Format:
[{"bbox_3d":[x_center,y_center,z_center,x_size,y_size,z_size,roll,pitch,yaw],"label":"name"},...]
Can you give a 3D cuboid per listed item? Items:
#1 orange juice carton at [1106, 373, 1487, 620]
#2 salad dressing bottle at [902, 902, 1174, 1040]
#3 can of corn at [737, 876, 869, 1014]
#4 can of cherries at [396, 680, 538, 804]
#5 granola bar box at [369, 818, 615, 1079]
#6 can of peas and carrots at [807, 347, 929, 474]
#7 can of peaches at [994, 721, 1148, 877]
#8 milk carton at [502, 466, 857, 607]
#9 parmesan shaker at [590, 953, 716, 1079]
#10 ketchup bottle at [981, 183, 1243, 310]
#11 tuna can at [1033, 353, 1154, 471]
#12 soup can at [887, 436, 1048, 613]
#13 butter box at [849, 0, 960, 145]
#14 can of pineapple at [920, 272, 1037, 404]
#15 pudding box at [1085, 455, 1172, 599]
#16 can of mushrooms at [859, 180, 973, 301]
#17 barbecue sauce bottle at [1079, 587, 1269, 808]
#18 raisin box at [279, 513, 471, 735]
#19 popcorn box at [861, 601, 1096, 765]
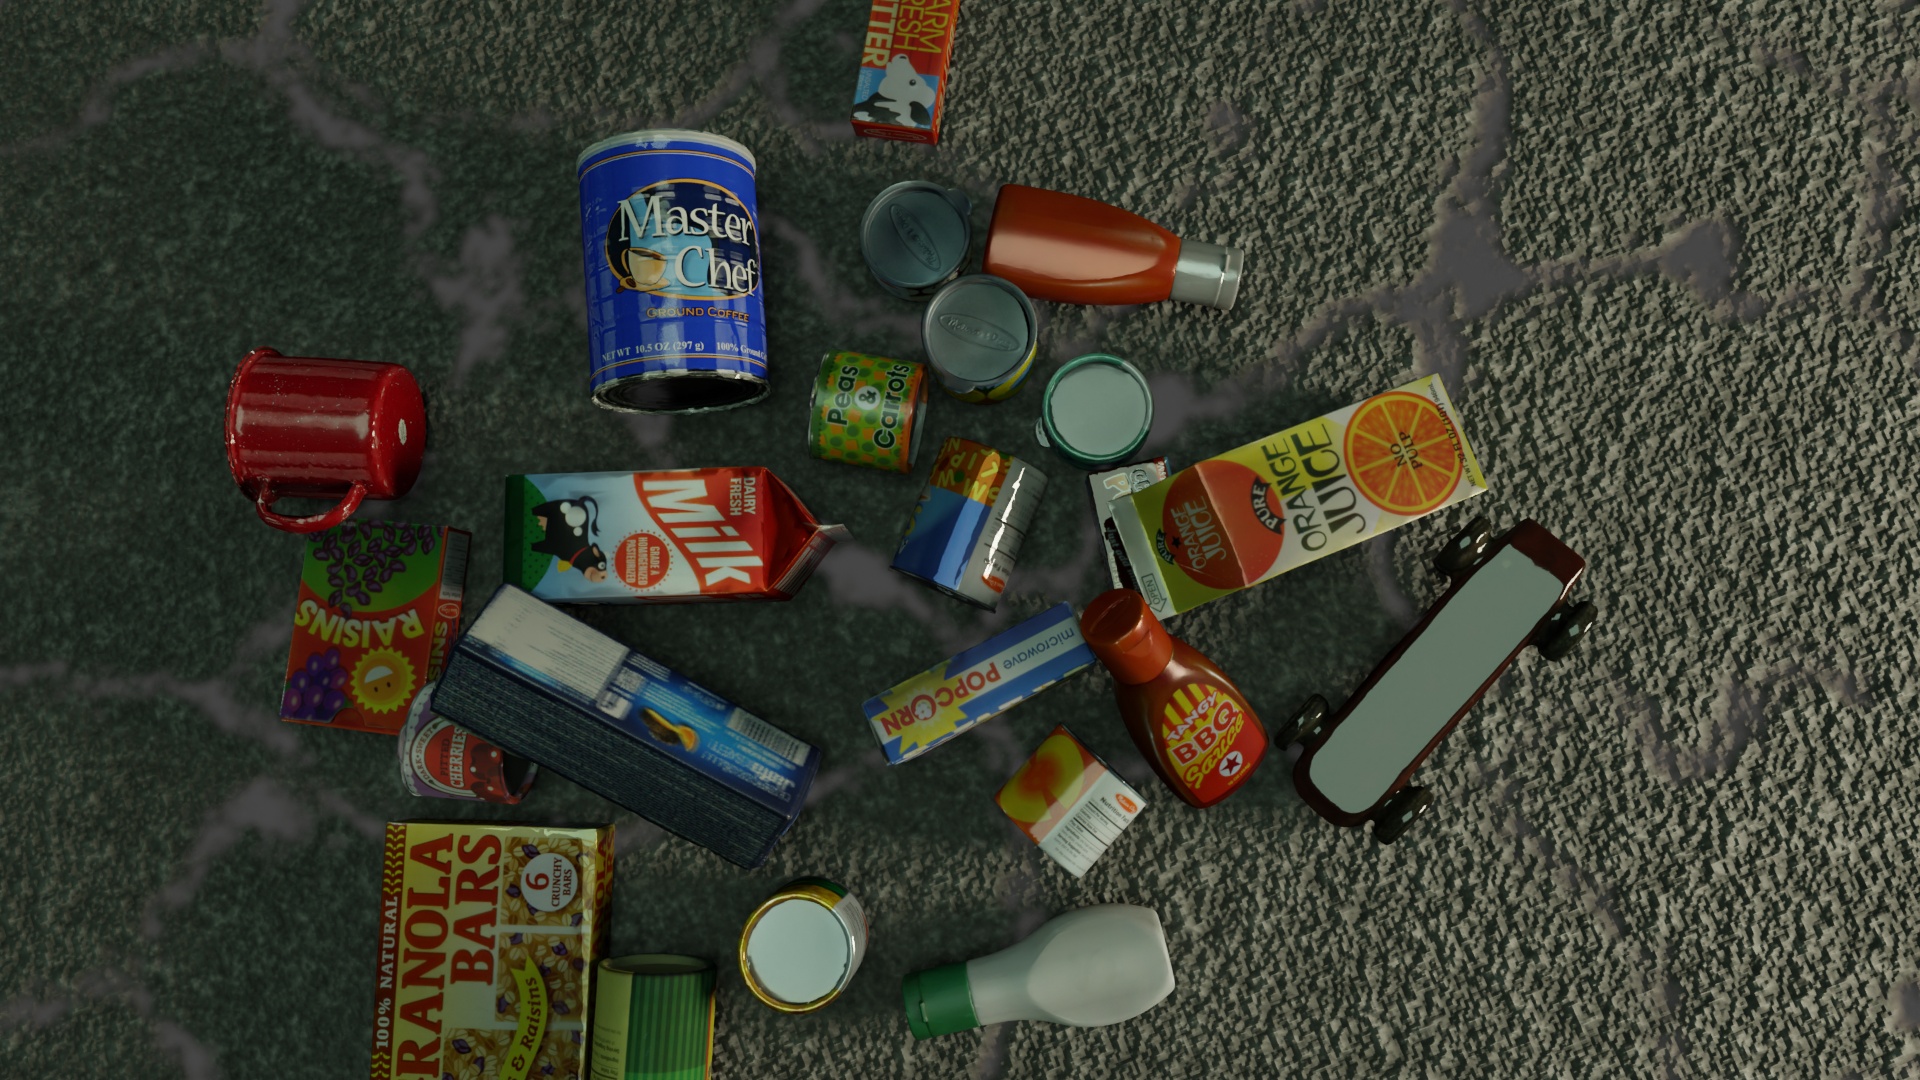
[{"bbox_3d":[0.178,-0.022,0.764,0.193,0.073,0.072,-21,85,-12],"label":"orange juice carton"},{"bbox_3d":[0.043,0.244,0.775,0.148,0.044,0.064,-13,85,3],"label":"salad dressing bottle"},{"bbox_3d":[-0.090,0.226,0.776,0.071,0.058,0.071,0,83,3],"label":"can of corn"},{"bbox_3d":[-0.278,0.116,0.793,0.058,0.071,0.071,5,84,3],"label":"can of cherries"},{"bbox_3d":[-0.266,0.244,0.793,0.124,0.039,0.165,1,84,3],"label":"granola bar box"},{"bbox_3d":[-0.053,-0.075,0.803,0.059,0.071,0.071,10,84,4],"label":"can of peas and carrots"},{"bbox_3d":[0.060,0.144,0.776,0.071,0.071,0.058,42,88,7],"label":"can of peaches"},{"bbox_3d":[-0.158,-0.001,0.799,0.191,0.072,0.073,-2,83,3],"label":"milk carton"},{"bbox_3d":[-0.169,0.287,0.767,0.071,0.071,0.103,2,83,3],"label":"parmesan shaker"},{"bbox_3d":[0.090,-0.167,0.819,0.149,0.043,0.065,11,75,4],"label":"ketchup bottle"},{"bbox_3d":[0.078,-0.074,0.815,0.071,0.033,0.071,0,83,3],"label":"tuna can"},{"bbox_3d":[0.003,-0.010,0.796,0.071,0.071,0.084,22,85,5],"label":"soup can"},{"bbox_3d":[-0.033,-0.298,0.851,0.053,0.024,0.103,9,84,5],"label":"butter box"},{"bbox_3d":[0.011,-0.115,0.811,0.071,0.058,0.071,0,83,3],"label":"can of pineapple"},{"bbox_3d":[0.105,-0.003,0.806,0.050,0.030,0.084,-12,83,0],"label":"pudding box"},{"bbox_3d":[-0.024,-0.180,0.833,0.071,0.033,0.071,0,83,4],"label":"can of mushrooms"},{"bbox_3d":[0.112,0.083,0.745,0.065,0.044,0.148,-43,128,-6],"label":"barbecue sauce bottle"},{"bbox_3d":[-0.344,0.050,0.820,0.086,0.040,0.123,6,84,3],"label":"raisin box"},{"bbox_3d":[0.013,0.080,0.774,0.127,0.085,0.038,-27,82,0],"label":"popcorn box"}]
